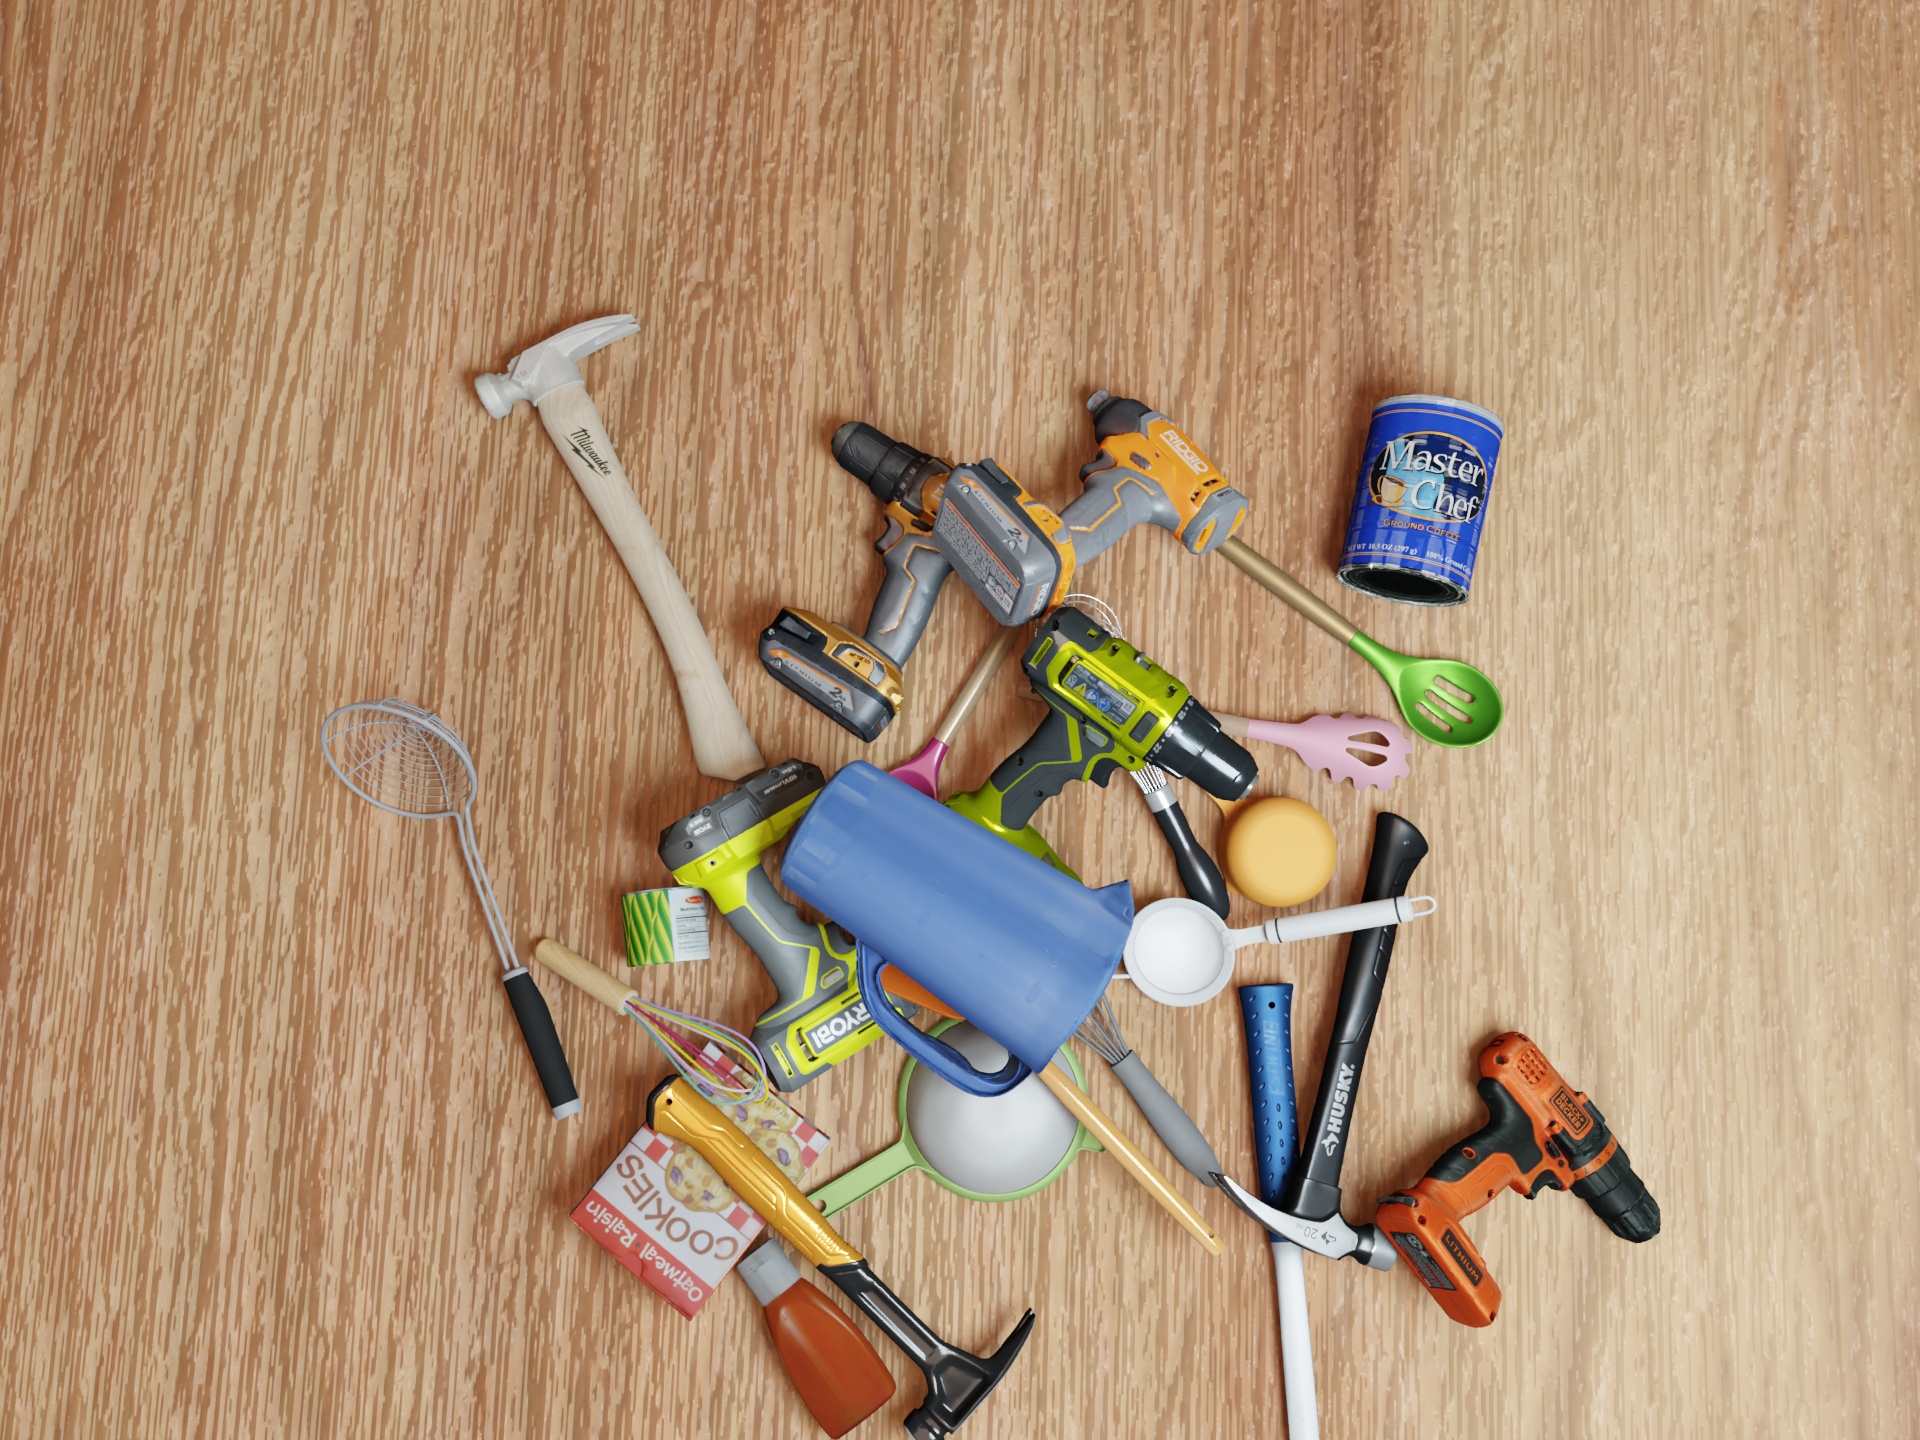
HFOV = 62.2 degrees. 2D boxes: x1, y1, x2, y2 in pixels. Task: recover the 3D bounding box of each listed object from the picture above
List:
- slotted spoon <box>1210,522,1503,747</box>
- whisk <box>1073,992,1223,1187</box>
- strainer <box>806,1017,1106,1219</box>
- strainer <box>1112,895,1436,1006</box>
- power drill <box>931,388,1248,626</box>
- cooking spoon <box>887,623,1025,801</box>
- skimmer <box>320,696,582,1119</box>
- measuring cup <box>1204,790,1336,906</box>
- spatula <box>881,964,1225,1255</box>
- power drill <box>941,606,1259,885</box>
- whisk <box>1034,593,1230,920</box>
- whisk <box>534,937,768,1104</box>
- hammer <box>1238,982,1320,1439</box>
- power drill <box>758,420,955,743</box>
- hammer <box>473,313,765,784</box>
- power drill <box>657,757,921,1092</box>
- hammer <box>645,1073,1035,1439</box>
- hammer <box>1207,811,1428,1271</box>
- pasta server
[{"bbox_3d":[0.295,-0.083,1.275,0.314,0.031,0.070,38,86,10],"label":"slotted spoon"},{"bbox_3d":[0.124,0.264,1.232,0.055,0.055,0.239,-38,86,-2],"label":"whisk"},{"bbox_3d":[-0.022,0.323,1.219,0.256,0.069,0.151,-30,81,-2],"label":"strainer"},{"bbox_3d":[0.232,0.163,1.210,0.258,0.050,0.087,-13,96,22],"label":"strainer"},{"bbox_3d":[0.092,-0.176,1.234,0.226,0.084,0.164,-25,64,-29],"label":"power drill"},{"bbox_3d":[-0.002,-0.004,1.289,0.069,0.017,0.319,31,86,3],"label":"cooking spoon"},{"bbox_3d":[-0.398,0.152,1.261,0.127,0.090,0.363,-27,82,33],"label":"skimmer"},{"bbox_3d":[0.220,0.070,1.235,0.095,0.052,0.173,-41,90,-2],"label":"measuring cup"},{"bbox_3d":[0.075,0.279,1.187,0.322,0.041,0.081,46,50,5],"label":"spatula"},{"bbox_3d":[0.093,0.053,1.195,0.190,0.080,0.228,37,114,5],"label":"power drill"},{"bbox_3d":[0.142,0.031,1.241,0.070,0.070,0.284,-28,94,0],"label":"whisk"},{"bbox_3d":[-0.242,0.232,1.231,0.245,0.047,0.051,25,66,28],"label":"whisk"},{"bbox_3d":[0.243,0.406,1.206,0.144,0.035,0.406,-4,82,3],"label":"hammer"},{"bbox_3d":[-0.072,-0.120,1.281,0.185,0.084,0.226,35,81,8],"label":"power drill"},{"bbox_3d":[-0.255,-0.140,1.318,0.146,0.038,0.411,-27,81,-1],"label":"hammer"},{"bbox_3d":[-0.119,0.149,1.230,0.171,0.080,0.223,-30,92,-18],"label":"power drill"},{"bbox_3d":[-0.101,0.384,1.192,0.337,0.034,0.127,43,82,3],"label":"hammer"},{"bbox_3d":[0.292,0.230,1.204,0.146,0.035,0.335,19,76,-8],"label":"hammer"},{"bbox_3d":[0.202,0.002,1.271,0.316,0.040,0.060,10,83,9],"label":"pasta server"}]
